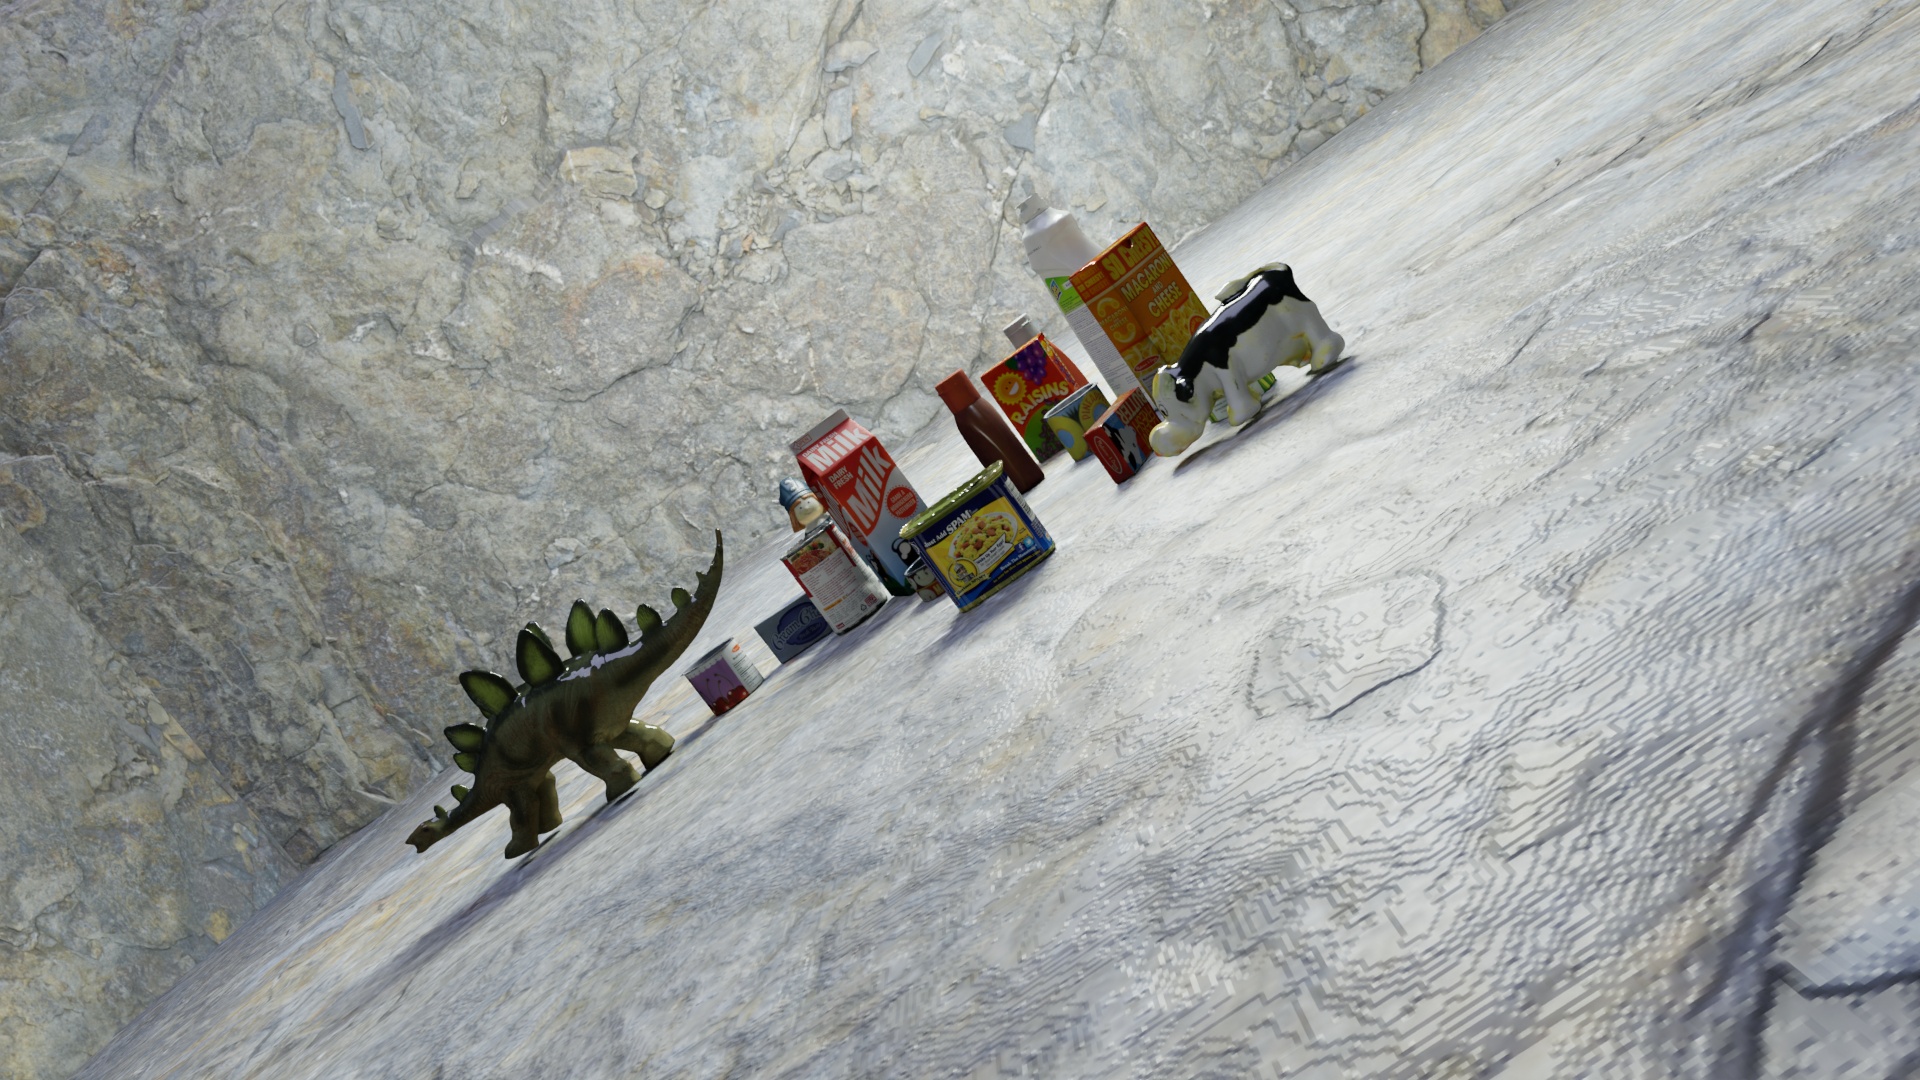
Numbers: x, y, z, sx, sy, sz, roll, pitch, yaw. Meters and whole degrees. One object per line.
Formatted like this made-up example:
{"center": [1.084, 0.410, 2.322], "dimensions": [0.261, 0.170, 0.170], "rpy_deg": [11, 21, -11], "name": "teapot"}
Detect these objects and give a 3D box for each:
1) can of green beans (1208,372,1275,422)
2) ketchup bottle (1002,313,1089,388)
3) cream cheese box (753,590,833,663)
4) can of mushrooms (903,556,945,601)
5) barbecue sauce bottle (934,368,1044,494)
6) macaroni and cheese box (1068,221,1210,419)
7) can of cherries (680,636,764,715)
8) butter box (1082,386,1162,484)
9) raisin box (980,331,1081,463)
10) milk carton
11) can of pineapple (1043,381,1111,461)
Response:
{"center": [0.223, -0.141, 1.172], "dimensions": [0.071, 0.058, 0.071], "rpy_deg": [-35, 8, 6], "name": "can of green beans"}
{"center": [0.109, -0.207, 1.693], "dimensions": [0.065, 0.148, 0.043], "rpy_deg": [-39, 8, -24], "name": "ketchup bottle"}
{"center": [-0.168, 0.085, 1.503], "dimensions": [0.103, 0.053, 0.024], "rpy_deg": [-33, 8, 18], "name": "cream cheese box"}
{"center": [-0.017, 0.025, 1.296], "dimensions": [0.071, 0.033, 0.071], "rpy_deg": [-35, 8, 6], "name": "can of mushrooms"}
{"center": [0.029, -0.116, 1.504], "dimensions": [0.044, 0.148, 0.064], "rpy_deg": [-39, 8, -23], "name": "barbecue sauce bottle"}
{"center": [0.188, -0.210, 1.322], "dimensions": [0.040, 0.166, 0.124], "rpy_deg": [-29, 10, 41], "name": "macaroni and cheese box"}
{"center": [-0.256, 0.147, 1.494], "dimensions": [0.071, 0.058, 0.071], "rpy_deg": [-35, 8, 6], "name": "can of cherries"}
{"center": [0.147, -0.095, 1.233], "dimensions": [0.024, 0.053, 0.104], "rpy_deg": [-30, 10, 35], "name": "butter box"}
{"center": [0.093, -0.165, 1.605], "dimensions": [0.086, 0.123, 0.040], "rpy_deg": [-33, 8, 21], "name": "raisin box"}
{"center": [-0.090, -0.039, 1.405], "dimensions": [0.072, 0.190, 0.073], "rpy_deg": [-38, 8, -16], "name": "milk carton"}
{"center": [0.131, -0.125, 1.454], "dimensions": [0.071, 0.058, 0.071], "rpy_deg": [-35, 8, 6], "name": "can of pineapple"}
